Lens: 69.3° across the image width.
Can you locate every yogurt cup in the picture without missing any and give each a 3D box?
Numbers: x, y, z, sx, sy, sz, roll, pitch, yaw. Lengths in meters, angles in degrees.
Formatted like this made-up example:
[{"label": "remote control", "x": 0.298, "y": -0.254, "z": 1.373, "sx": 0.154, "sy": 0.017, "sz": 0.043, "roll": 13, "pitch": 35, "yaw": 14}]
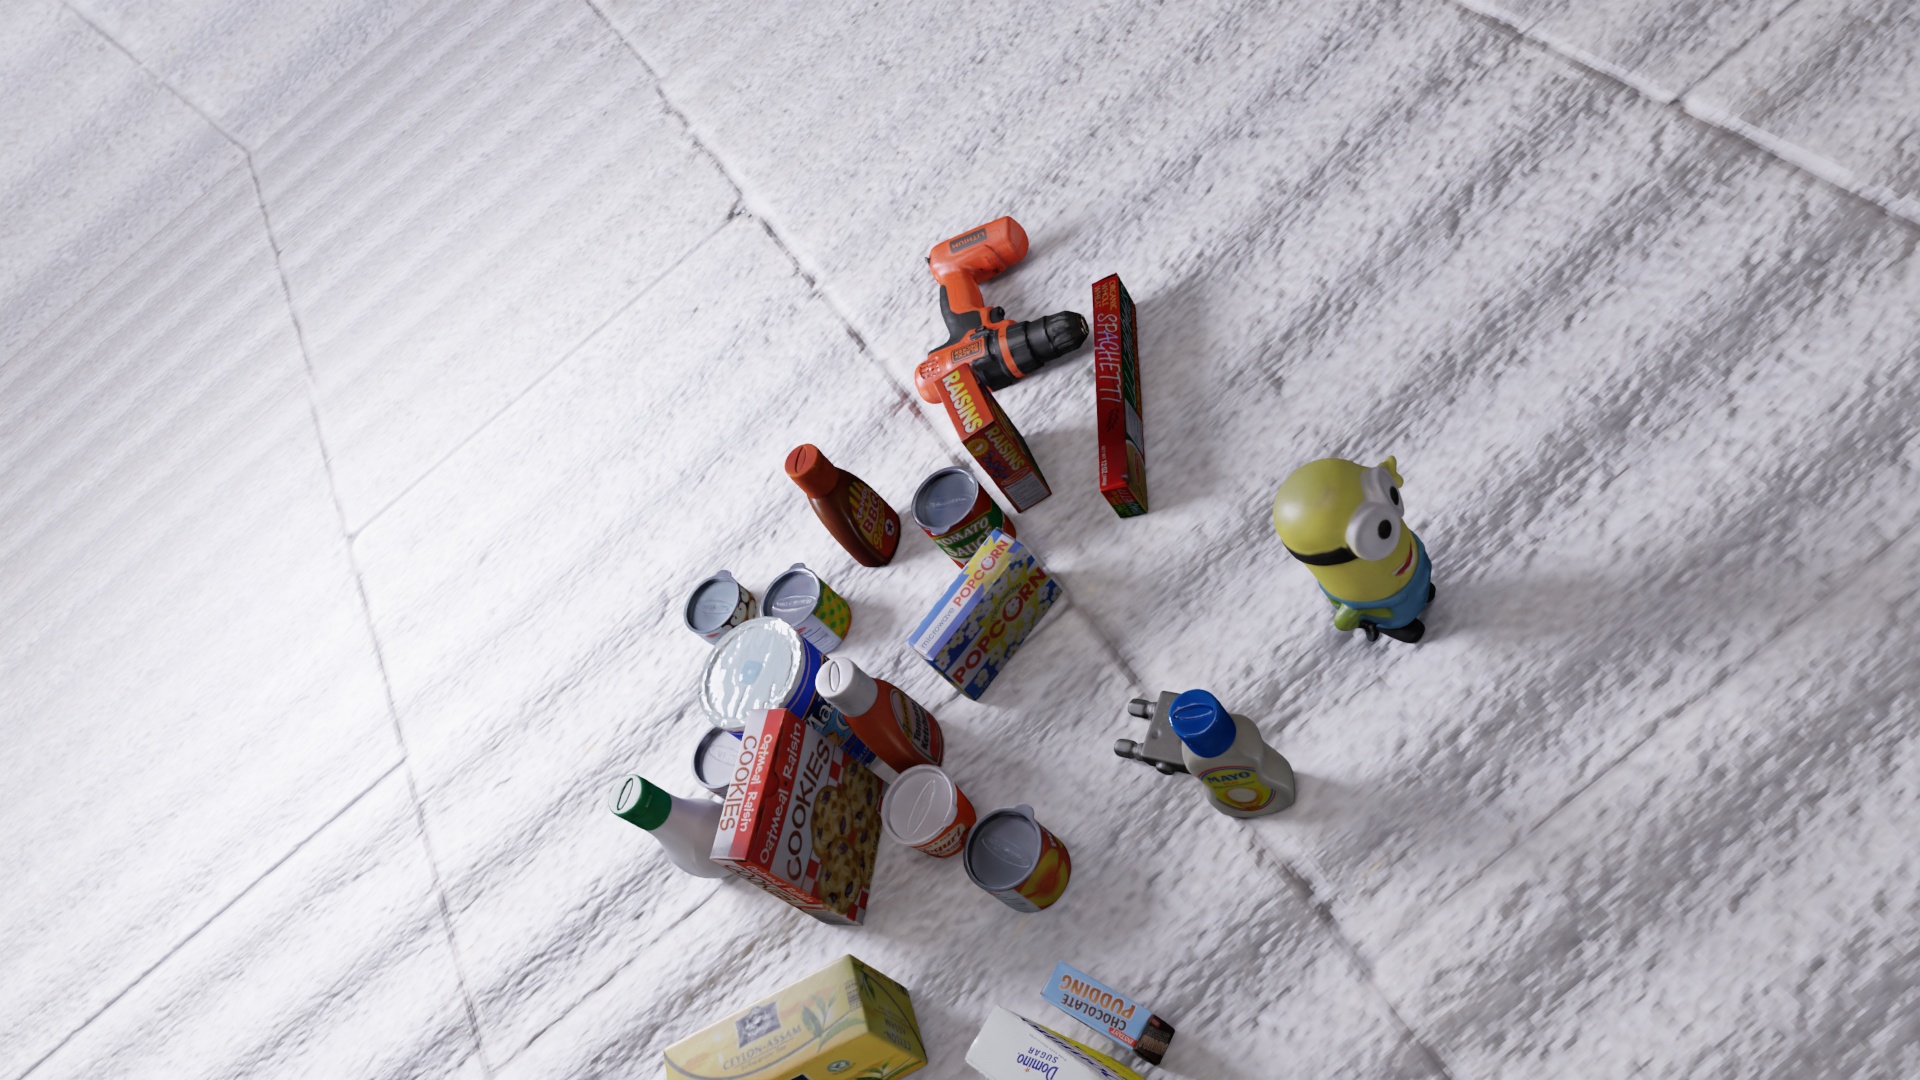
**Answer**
[{"label": "yogurt cup", "x": -0.023, "y": 0.222, "z": 1.123, "sx": 0.072, "sy": 0.053, "sz": 0.073, "roll": -16, "pitch": 53, "yaw": 22}]

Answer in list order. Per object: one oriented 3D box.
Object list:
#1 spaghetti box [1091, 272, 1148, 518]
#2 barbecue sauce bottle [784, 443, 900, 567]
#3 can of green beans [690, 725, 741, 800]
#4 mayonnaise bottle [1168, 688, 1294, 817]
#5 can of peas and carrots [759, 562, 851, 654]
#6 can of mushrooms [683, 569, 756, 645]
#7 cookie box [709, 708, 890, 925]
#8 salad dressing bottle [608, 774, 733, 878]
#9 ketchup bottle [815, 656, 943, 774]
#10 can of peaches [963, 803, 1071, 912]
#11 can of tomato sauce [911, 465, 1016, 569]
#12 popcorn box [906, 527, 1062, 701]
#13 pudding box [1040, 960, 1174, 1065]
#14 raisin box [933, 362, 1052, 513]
[{"label": "spaghetti box", "x": 0.145, "y": -0.136, "z": 1.269, "sx": 0.028, "sy": 0.050, "sz": 0.251, "roll": -15, "pitch": 53, "yaw": 23}, {"label": "barbecue sauce bottle", "x": -0.109, "y": -0.035, "z": 1.286, "sx": 0.043, "sy": 0.148, "sz": 0.065, "roll": -7, "pitch": 57, "yaw": 27}, {"label": "can of green beans", "x": -0.197, "y": 0.201, "z": 1.240, "sx": 0.071, "sy": 0.057, "sz": 0.071, "roll": -16, "pitch": 53, "yaw": 22}, {"label": "mayonnaise bottle", "x": 0.188, "y": 0.152, "z": 0.981, "sx": 0.064, "sy": 0.147, "sz": 0.041, "roll": -14, "pitch": 54, "yaw": 23}, {"label": "can of peas and carrots", "x": -0.144, "y": 0.065, "z": 1.299, "sx": 0.071, "sy": 0.058, "sz": 0.071, "roll": -16, "pitch": 53, "yaw": 22}, {"label": "can of mushrooms", "x": -0.236, "y": 0.067, "z": 1.370, "sx": 0.071, "sy": 0.033, "sz": 0.071, "roll": -16, "pitch": 53, "yaw": 22}, {"label": "cookie box", "x": -0.122, "y": 0.222, "z": 1.106, "sx": 0.040, "sy": 0.167, "sz": 0.123, "roll": -6, "pitch": 57, "yaw": 28}, {"label": "salad dressing bottle", "x": -0.237, "y": 0.241, "z": 1.176, "sx": 0.044, "sy": 0.147, "sz": 0.064, "roll": 2, "pitch": 61, "yaw": 32}, {"label": "ketchup bottle", "x": -0.066, "y": 0.143, "z": 1.139, "sx": 0.043, "sy": 0.148, "sz": 0.065, "roll": -21, "pitch": 51, "yaw": 18}, {"label": "can of peaches", "x": 0.046, "y": 0.244, "z": 1.065, "sx": 0.071, "sy": 0.058, "sz": 0.071, "roll": -16, "pitch": 53, "yaw": 22}, {"label": "can of tomato sauce", "x": 0.004, "y": -0.016, "z": 1.249, "sx": 0.071, "sy": 0.083, "sz": 0.071, "roll": -16, "pitch": 53, "yaw": 22}, {"label": "popcorn box", "x": 0.021, "y": 0.064, "z": 1.183, "sx": 0.038, "sy": 0.085, "sz": 0.127, "roll": 31, "pitch": 78, "yaw": 41}, {"label": "pudding box", "x": 0.103, "y": 0.332, "z": 0.976, "sx": 0.084, "sy": 0.049, "sz": 0.030, "roll": 19, "pitch": 71, "yaw": 38}, {"label": "raisin box", "x": 0.030, "y": -0.092, "z": 1.258, "sx": 0.040, "sy": 0.123, "sz": 0.086, "roll": -31, "pitch": 49, "yaw": 10}]
